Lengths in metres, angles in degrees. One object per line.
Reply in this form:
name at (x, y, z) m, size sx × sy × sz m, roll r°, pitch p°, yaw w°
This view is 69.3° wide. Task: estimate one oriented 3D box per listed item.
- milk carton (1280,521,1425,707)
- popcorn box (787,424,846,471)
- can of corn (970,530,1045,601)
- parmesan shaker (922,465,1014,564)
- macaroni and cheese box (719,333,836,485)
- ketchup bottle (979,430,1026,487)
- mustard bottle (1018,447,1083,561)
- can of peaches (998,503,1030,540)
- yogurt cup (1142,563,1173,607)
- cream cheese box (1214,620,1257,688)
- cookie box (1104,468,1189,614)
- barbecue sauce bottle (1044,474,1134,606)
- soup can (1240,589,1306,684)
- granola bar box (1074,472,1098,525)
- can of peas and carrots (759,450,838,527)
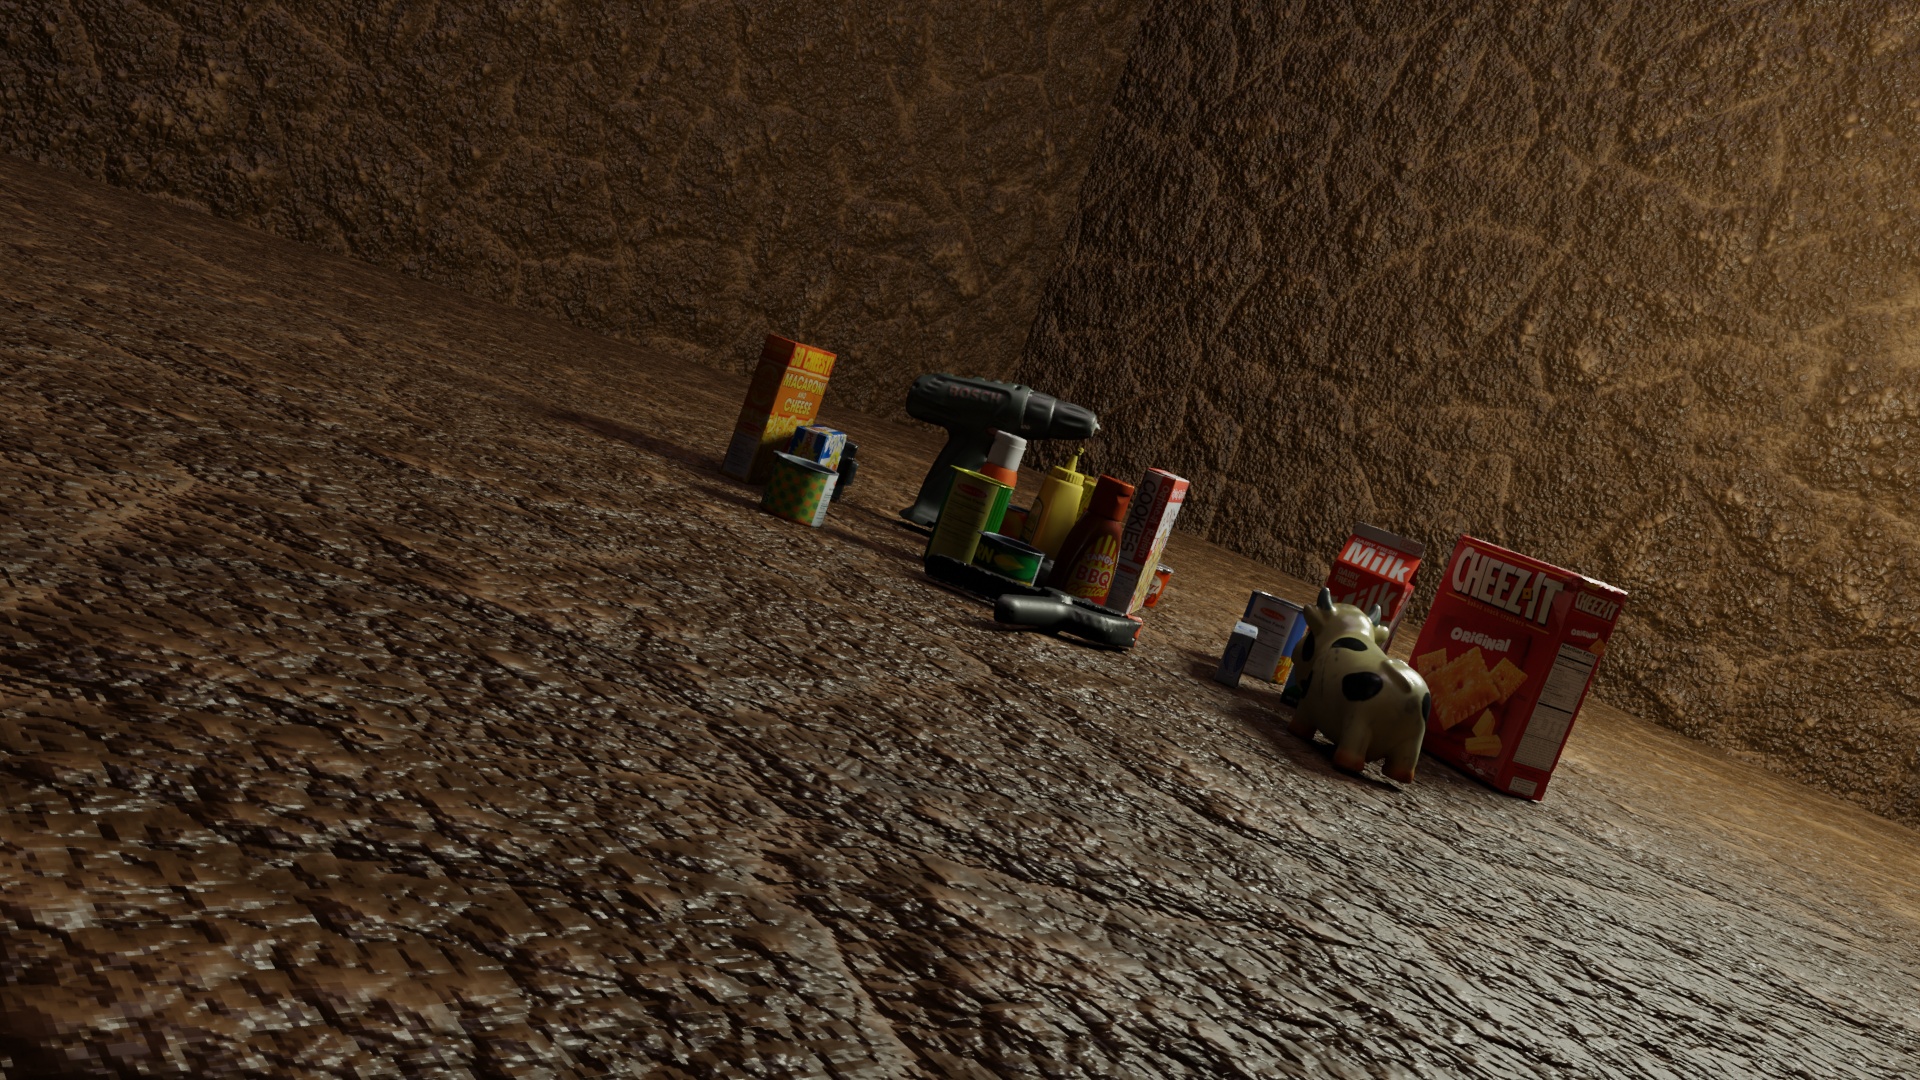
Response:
milk carton at (0.386, 0.081, 1.357) m, size 0.072 × 0.190 × 0.073 m, roll 22°, pitch 6°, yaw 23°
popcorn box at (-0.166, -0.084, 1.552) m, size 0.038 × 0.085 × 0.127 m, roll 20°, pitch 6°, yaw 3°
can of corn at (0.040, 0.028, 1.354) m, size 0.071 × 0.058 × 0.071 m, roll 20°, pitch 6°, yaw -2°
parmesan shaker at (0.005, -0.018, 1.436) m, size 0.071 × 0.103 × 0.071 m, roll 20°, pitch 6°, yaw -2°
macaroni and cheese box at (-0.208, -0.147, 1.592) m, size 0.040 × 0.166 × 0.124 m, roll 21°, pitch 6°, yaw 15°
ketchup bottle at (0.035, -0.050, 1.586) m, size 0.043 × 0.148 × 0.065 m, roll 19°, pitch 6°, yaw -6°
mustard bottle at (0.112, -0.037, 1.656) m, size 0.049 × 0.160 × 0.065 m, roll 18°, pitch 6°, yaw -17°
can of peaches at (0.065, -0.014, 1.780) m, size 0.071 × 0.058 × 0.071 m, roll 20°, pitch 6°, yaw -2°
yogurt cup at (0.226, 0.050, 1.745) m, size 0.072 × 0.054 × 0.072 m, roll 20°, pitch 6°, yaw -2°
cream cheese box at (0.274, 0.112, 1.376) m, size 0.024 × 0.053 × 0.104 m, roll 21°, pitch 6°, yaw 12°
cookie box at (0.214, 0.000, 1.626) m, size 0.040 × 0.167 × 0.123 m, roll 21°, pitch 6°, yaw 14°
barbecue sauce bottle at (0.130, 0.010, 1.375) m, size 0.065 × 0.148 × 0.044 m, roll 16°, pitch 7°, yaw -32°
soup can at (0.329, 0.103, 1.481) m, size 0.071 × 0.083 × 0.071 m, roll 20°, pitch 6°, yaw -2°
granola bar box at (0.150, -0.019, 1.782) m, size 0.039 × 0.124 × 0.166 m, roll 20°, pitch 6°, yaw -1°
can of peas and carrots at (-0.166, -0.052, 1.408) m, size 0.071 × 0.058 × 0.071 m, roll 20°, pitch 6°, yaw -2°
